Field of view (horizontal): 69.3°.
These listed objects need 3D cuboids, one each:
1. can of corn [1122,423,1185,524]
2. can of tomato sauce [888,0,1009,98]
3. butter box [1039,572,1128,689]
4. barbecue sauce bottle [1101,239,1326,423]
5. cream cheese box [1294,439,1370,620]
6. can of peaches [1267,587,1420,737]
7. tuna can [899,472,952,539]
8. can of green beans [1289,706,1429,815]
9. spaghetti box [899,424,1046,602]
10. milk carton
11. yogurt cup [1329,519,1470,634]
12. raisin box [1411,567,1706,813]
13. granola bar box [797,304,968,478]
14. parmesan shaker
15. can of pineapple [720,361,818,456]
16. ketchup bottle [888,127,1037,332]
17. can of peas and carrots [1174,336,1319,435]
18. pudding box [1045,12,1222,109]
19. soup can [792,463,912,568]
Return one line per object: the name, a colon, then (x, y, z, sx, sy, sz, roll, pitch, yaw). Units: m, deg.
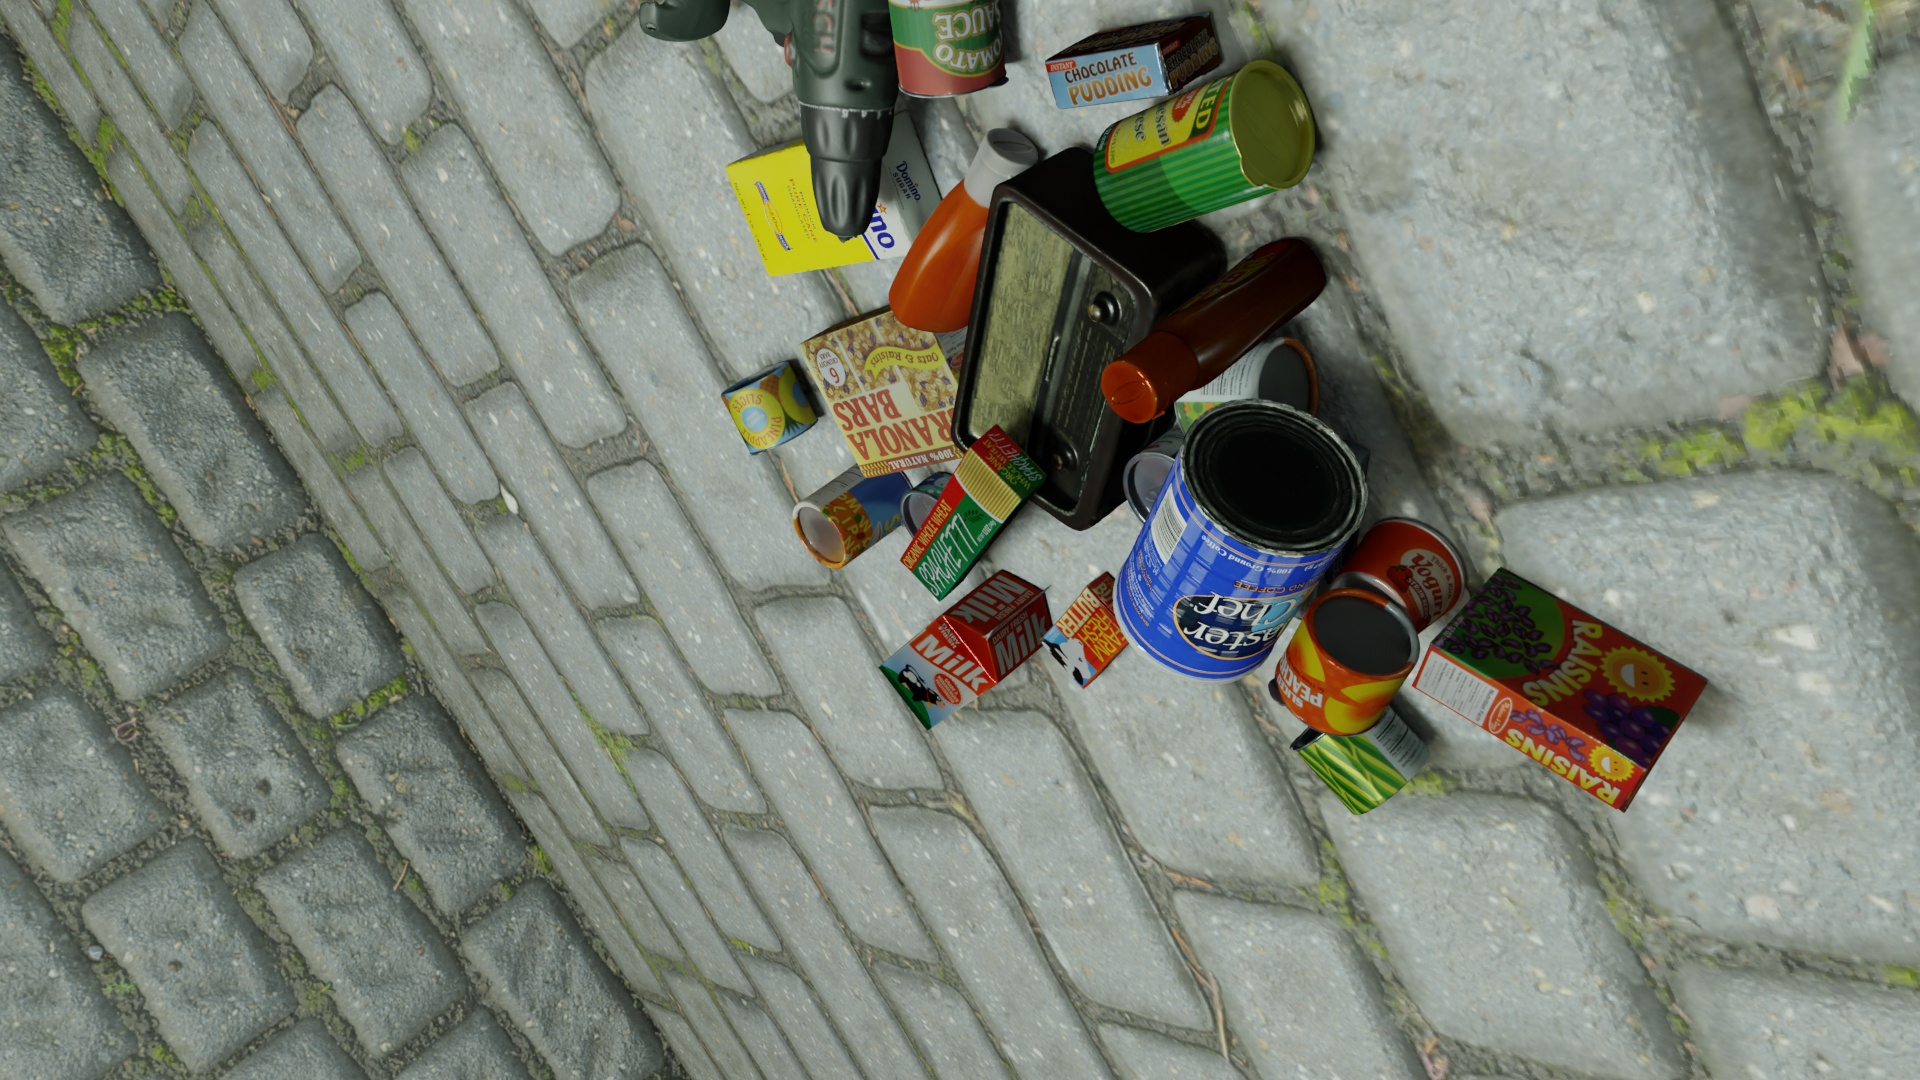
can of corn: (0.149, -0.038, 0.888, 0.071, 0.058, 0.070, 31, 140, 30)
can of tomato sauce: (-0.008, -0.313, 0.822, 0.071, 0.071, 0.082, 24, 136, 37)
butter box: (0.103, 0.071, 1.074, 0.053, 0.024, 0.103, 47, 146, 10)
barbecue sauce bottle: (0.135, -0.113, 0.754, 0.043, 0.149, 0.064, 57, 146, -7)
cream cheese box: (0.219, -0.004, 0.838, 0.024, 0.053, 0.103, 26, 138, 32)
can of peaches: (0.218, 0.069, 0.791, 0.071, 0.071, 0.057, 39, 143, 21)
tuna can: (-0.013, -0.020, 1.124, 0.071, 0.033, 0.070, 31, 141, 30)
can of green beans: (0.261, 0.136, 0.904, 0.058, 0.071, 0.071, 48, 146, 6)
spaghetti box: (0.004, -0.013, 1.010, 0.050, 0.029, 0.249, 47, 158, 4)
milk carton: (0.010, 0.088, 1.159, 0.073, 0.073, 0.189, 52, 146, 3)
yogurt cup: (0.256, 0.029, 0.824, 0.072, 0.054, 0.072, 32, 141, 30)
raisin box: (0.325, 0.079, 0.756, 0.123, 0.086, 0.039, 33, 140, 27)
granola bar box: (-0.042, -0.118, 1.065, 0.165, 0.039, 0.124, -7, 114, 53)
parmesan shaker: (0.128, -0.207, 0.748, 0.103, 0.071, 0.071, -6, 116, 52)
can of pineapple: (-0.165, -0.113, 1.191, 0.071, 0.071, 0.057, -4, 117, 52)
ketchup bottle: (0.005, -0.202, 0.915, 0.148, 0.065, 0.044, -57, 46, 46)
can of peas and carrots: (0.170, -0.085, 0.816, 0.058, 0.071, 0.070, 5, 124, 48)
pudding box: (0.094, -0.262, 0.760, 0.084, 0.050, 0.030, 11, 130, 46)
soup can: (-0.088, -0.022, 1.167, 0.071, 0.084, 0.071, 31, 141, 29)
